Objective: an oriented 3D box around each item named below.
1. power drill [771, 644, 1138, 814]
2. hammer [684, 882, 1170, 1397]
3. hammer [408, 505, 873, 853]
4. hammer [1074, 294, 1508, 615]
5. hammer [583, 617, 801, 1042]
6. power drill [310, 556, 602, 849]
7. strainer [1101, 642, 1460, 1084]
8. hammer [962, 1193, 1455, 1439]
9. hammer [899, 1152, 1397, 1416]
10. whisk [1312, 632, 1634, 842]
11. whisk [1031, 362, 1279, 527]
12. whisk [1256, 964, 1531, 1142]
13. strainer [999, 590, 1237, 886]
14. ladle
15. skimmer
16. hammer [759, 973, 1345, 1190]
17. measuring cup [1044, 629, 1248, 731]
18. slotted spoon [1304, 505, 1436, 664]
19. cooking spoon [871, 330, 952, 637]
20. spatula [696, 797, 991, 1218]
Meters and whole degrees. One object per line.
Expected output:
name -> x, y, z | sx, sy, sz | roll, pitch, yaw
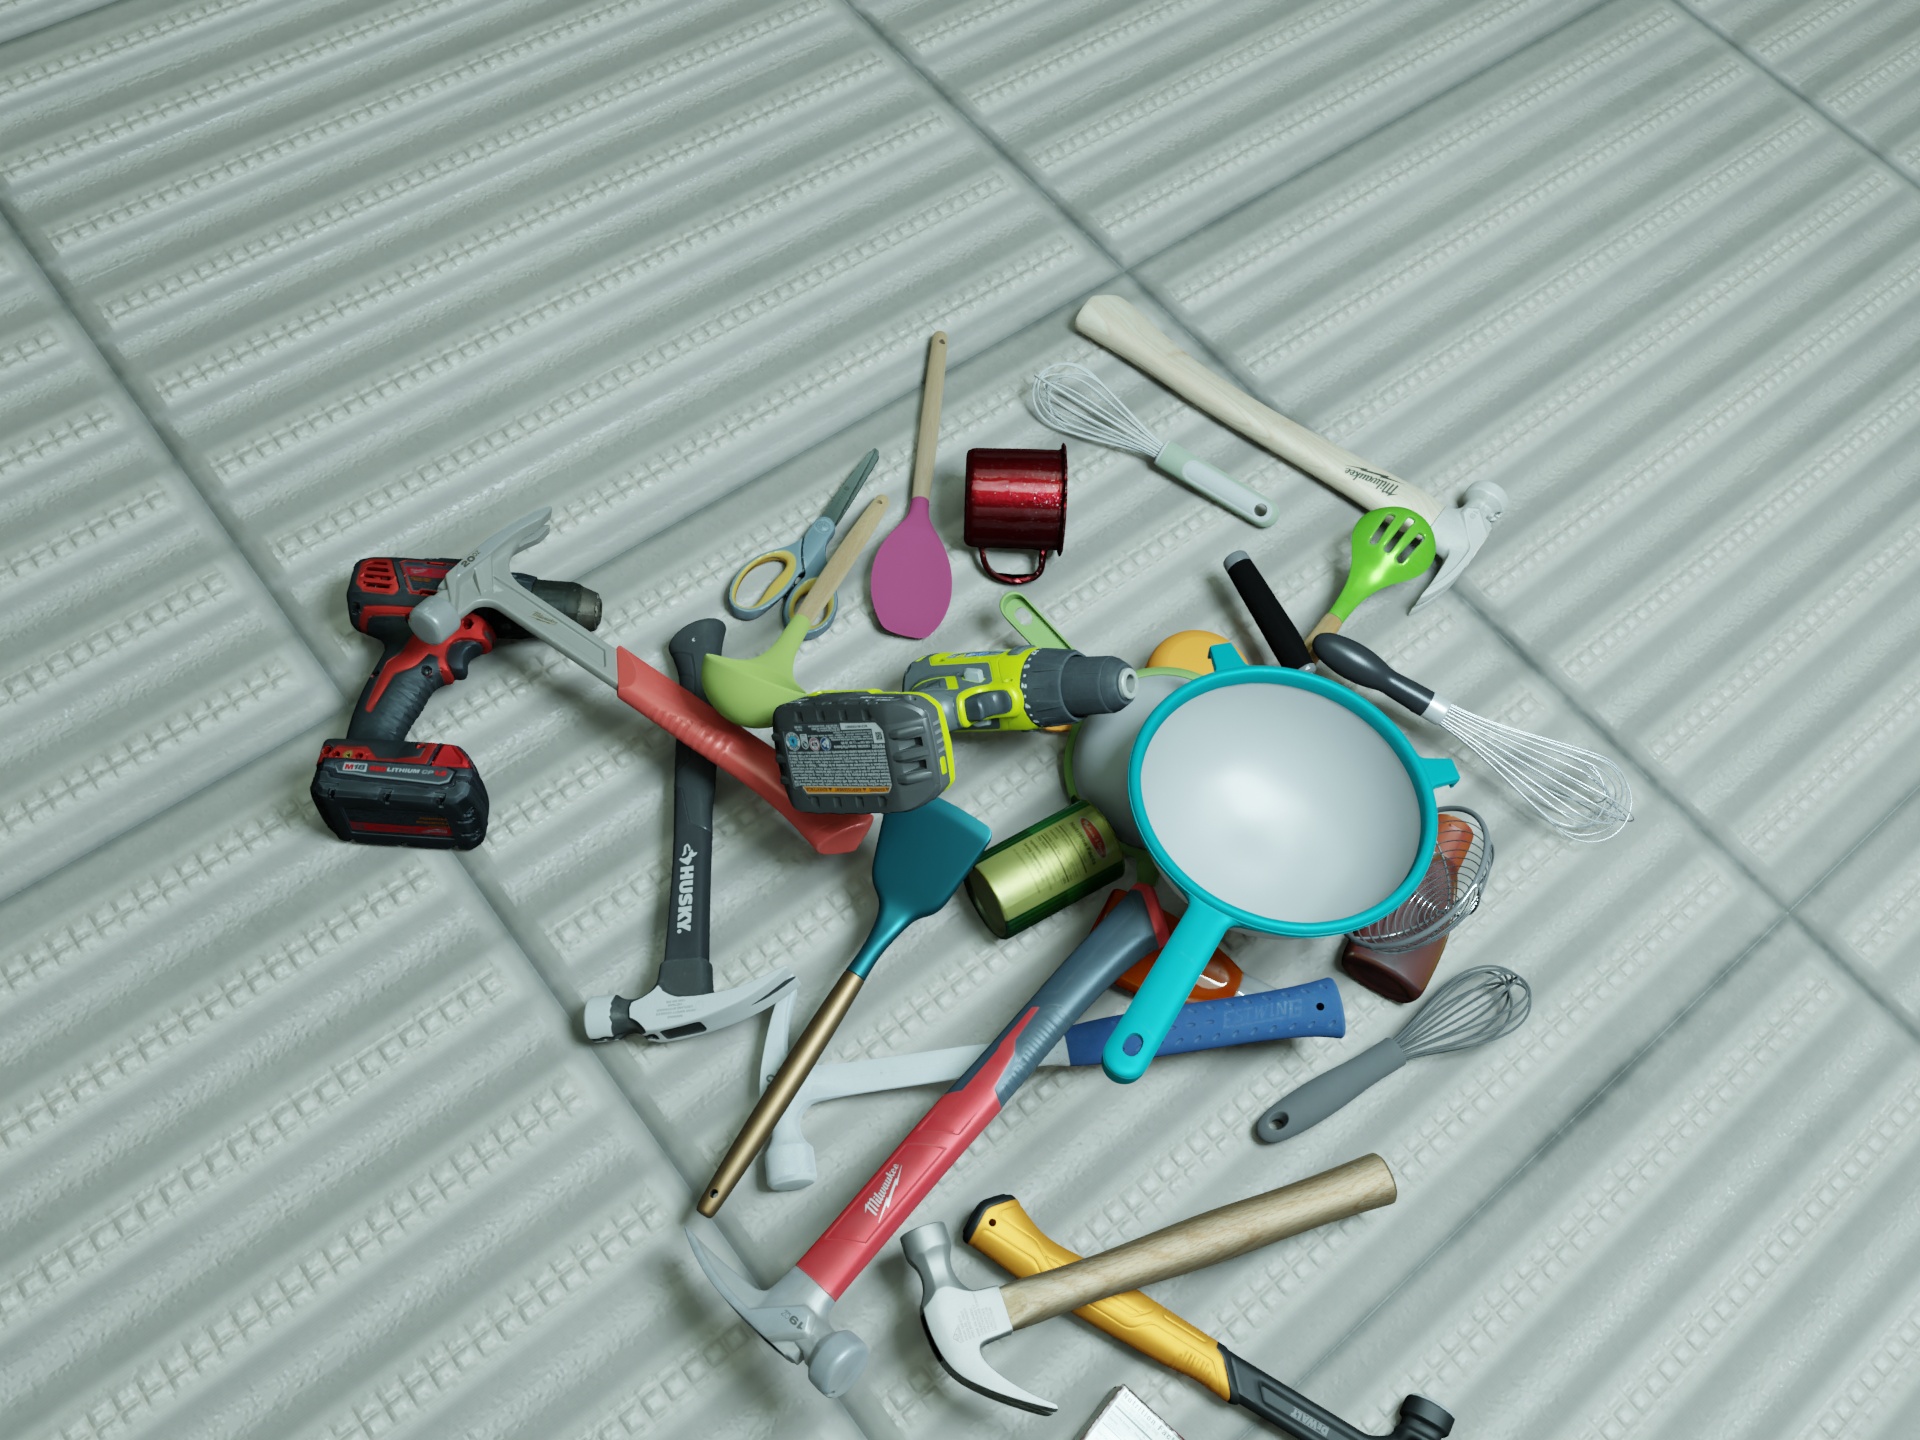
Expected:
power drill -> -0.002, -0.004, 1.123 | 0.228, 0.190, 0.080 | -23, 107, -50
hammer -> -0.004, 0.243, 1.046 | 0.143, 0.038, 0.386 | 29, 63, 33
hammer -> -0.214, -0.021, 1.161 | 0.359, 0.036, 0.149 | 33, 49, 7
hammer -> 0.272, -0.251, 1.405 | 0.411, 0.038, 0.146 | 34, 65, 12
hammer -> -0.191, 0.069, 1.167 | 0.146, 0.035, 0.335 | -8, 59, 8
power drill -> -0.374, -0.022, 1.185 | 0.188, 0.080, 0.227 | 4, 59, -5
strainer -> 0.180, 0.116, 1.072 | 0.211, 0.095, 0.340 | 29, 60, 13
hammer -> 0.147, 0.420, 1.036 | 0.337, 0.034, 0.127 | 30, 62, 9
hammer -> 0.135, 0.349, 1.036 | 0.331, 0.031, 0.130 | -13, 63, -15
whisk -> 0.403, 0.007, 1.253 | 0.284, 0.070, 0.070 | 31, 63, 3
whisk -> 0.168, -0.237, 1.380 | 0.246, 0.059, 0.058 | 32, 101, 5
whisk -> 0.314, 0.242, 1.146 | 0.239, 0.055, 0.055 | -26, 68, -14
strainer -> 0.114, -0.010, 1.206 | 0.151, 0.069, 0.256 | -43, 76, 2
ladle -> -0.109, -0.099, 1.214 | 0.078, 0.062, 0.320 | 22, 41, 4
skimmer -> 0.276, 0.007, 1.197 | 0.127, 0.090, 0.364 | -39, 60, 25
hammer -> 0.062, 0.222, 1.103 | 0.405, 0.035, 0.144 | -8, 63, -3
measuring cup -> 0.148, -0.022, 1.257 | 0.173, 0.052, 0.095 | -10, 64, -14
slotted spoon -> 0.291, -0.062, 1.290 | 0.070, 0.031, 0.314 | 35, 73, 12
cooking spoon -> -0.031, -0.207, 1.354 | 0.068, 0.017, 0.319 | 13, 61, -14
spatula -> -0.088, 0.191, 1.078 | 0.082, 0.044, 0.317 | 26, 68, 15
